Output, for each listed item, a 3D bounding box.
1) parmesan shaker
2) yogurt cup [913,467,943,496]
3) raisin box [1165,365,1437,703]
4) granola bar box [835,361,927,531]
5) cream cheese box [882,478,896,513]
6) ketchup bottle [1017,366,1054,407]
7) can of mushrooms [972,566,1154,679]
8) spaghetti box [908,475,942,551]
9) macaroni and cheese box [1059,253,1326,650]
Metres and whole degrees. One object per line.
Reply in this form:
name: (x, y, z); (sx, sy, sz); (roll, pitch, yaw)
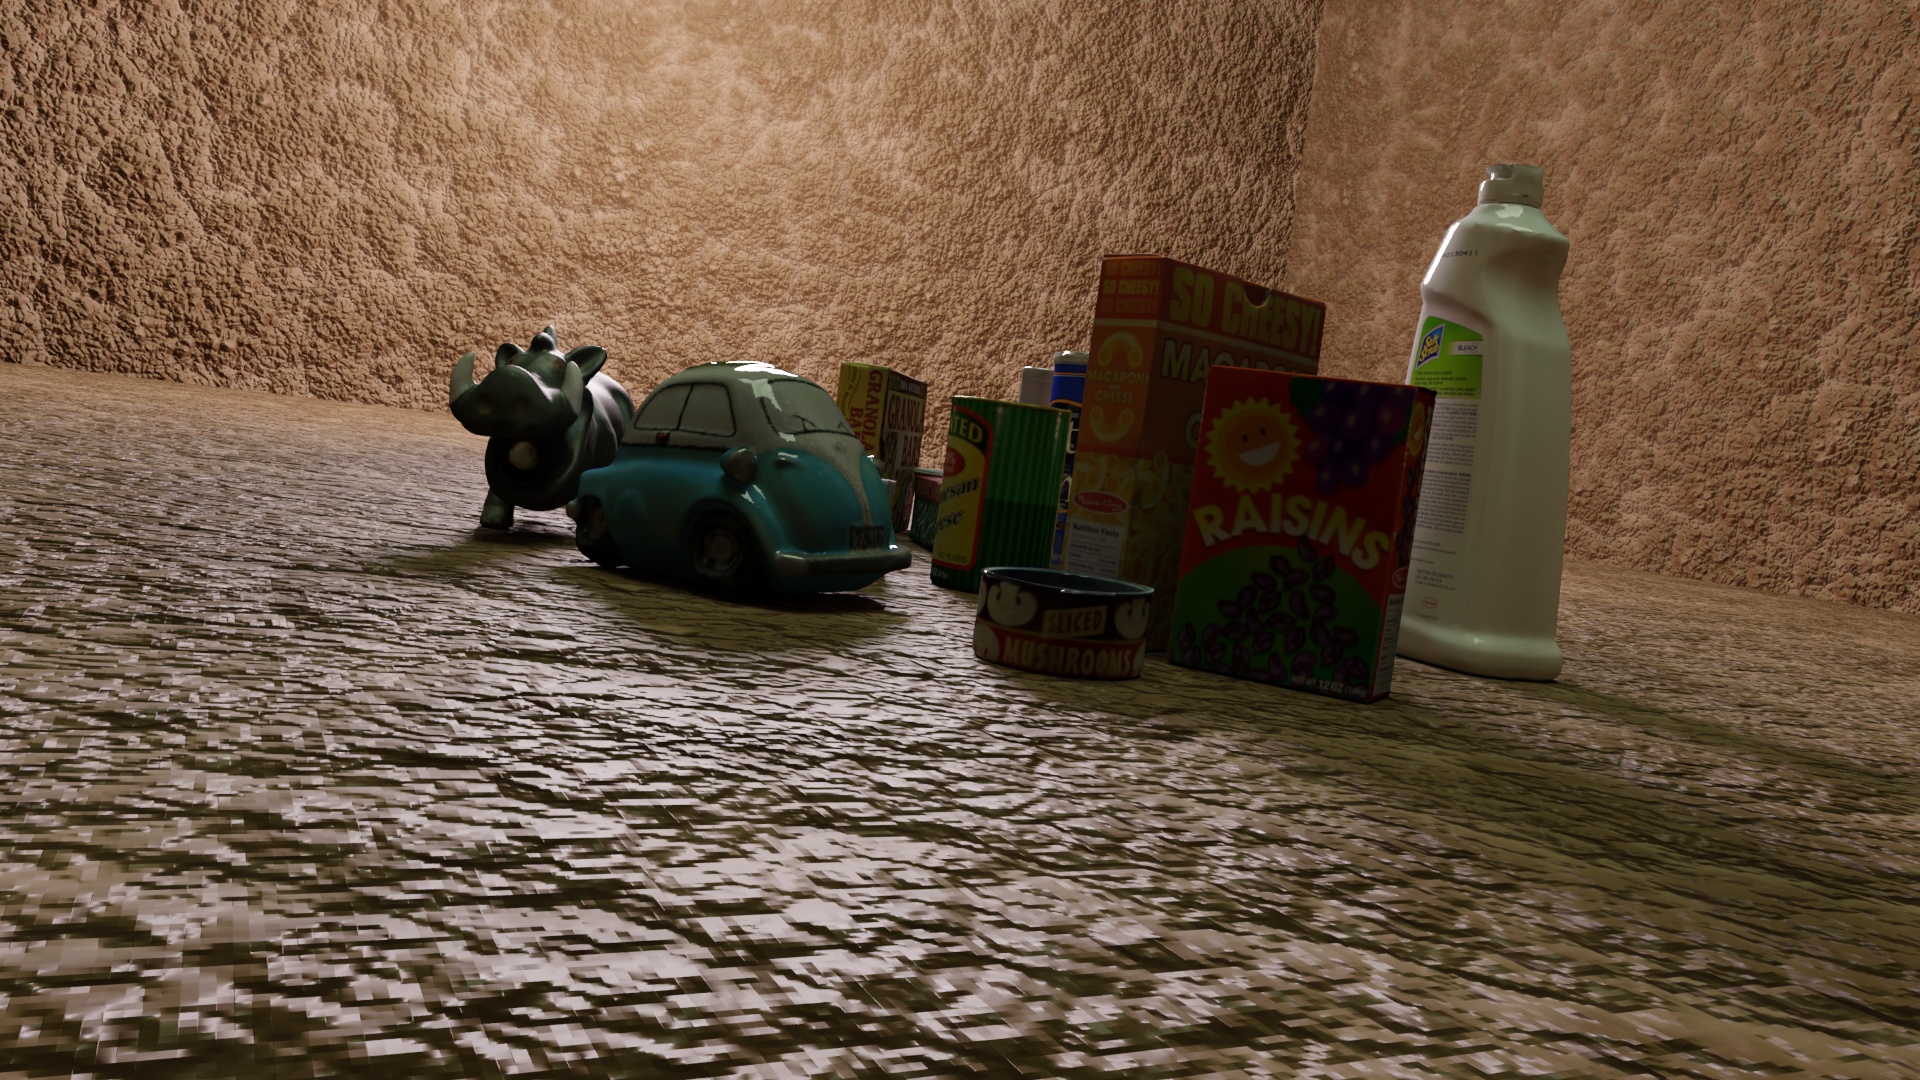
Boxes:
parmesan shaker: (0.022, -0.024, 0.755); (0.071, 0.103, 0.071); (7, 4, 0)
yogurt cup: (-0.006, -0.027, 1.091); (0.072, 0.054, 0.072); (7, 4, 0)
raisin box: (0.136, -0.004, 0.558); (0.086, 0.123, 0.040); (10, 4, 29)
granola bar box: (-0.063, -0.068, 1.063); (0.039, 0.124, 0.166); (8, 4, 7)
cream cheese box: (-0.090, -0.013, 0.752); (0.104, 0.053, 0.024); (8, 4, 3)
ketchup bottle: (0.062, -0.074, 1.198); (0.043, 0.148, 0.065); (8, 4, 7)
can of mushrooms: (0.039, 0.030, 0.525); (0.071, 0.033, 0.071); (7, 4, 0)
spaghetti box: (0.003, -0.012, 0.921); (0.029, 0.050, 0.250); (7, 4, -13)
macaroni and cheese box: (0.106, -0.035, 0.624); (0.124, 0.166, 0.040); (4, 5, -43)
